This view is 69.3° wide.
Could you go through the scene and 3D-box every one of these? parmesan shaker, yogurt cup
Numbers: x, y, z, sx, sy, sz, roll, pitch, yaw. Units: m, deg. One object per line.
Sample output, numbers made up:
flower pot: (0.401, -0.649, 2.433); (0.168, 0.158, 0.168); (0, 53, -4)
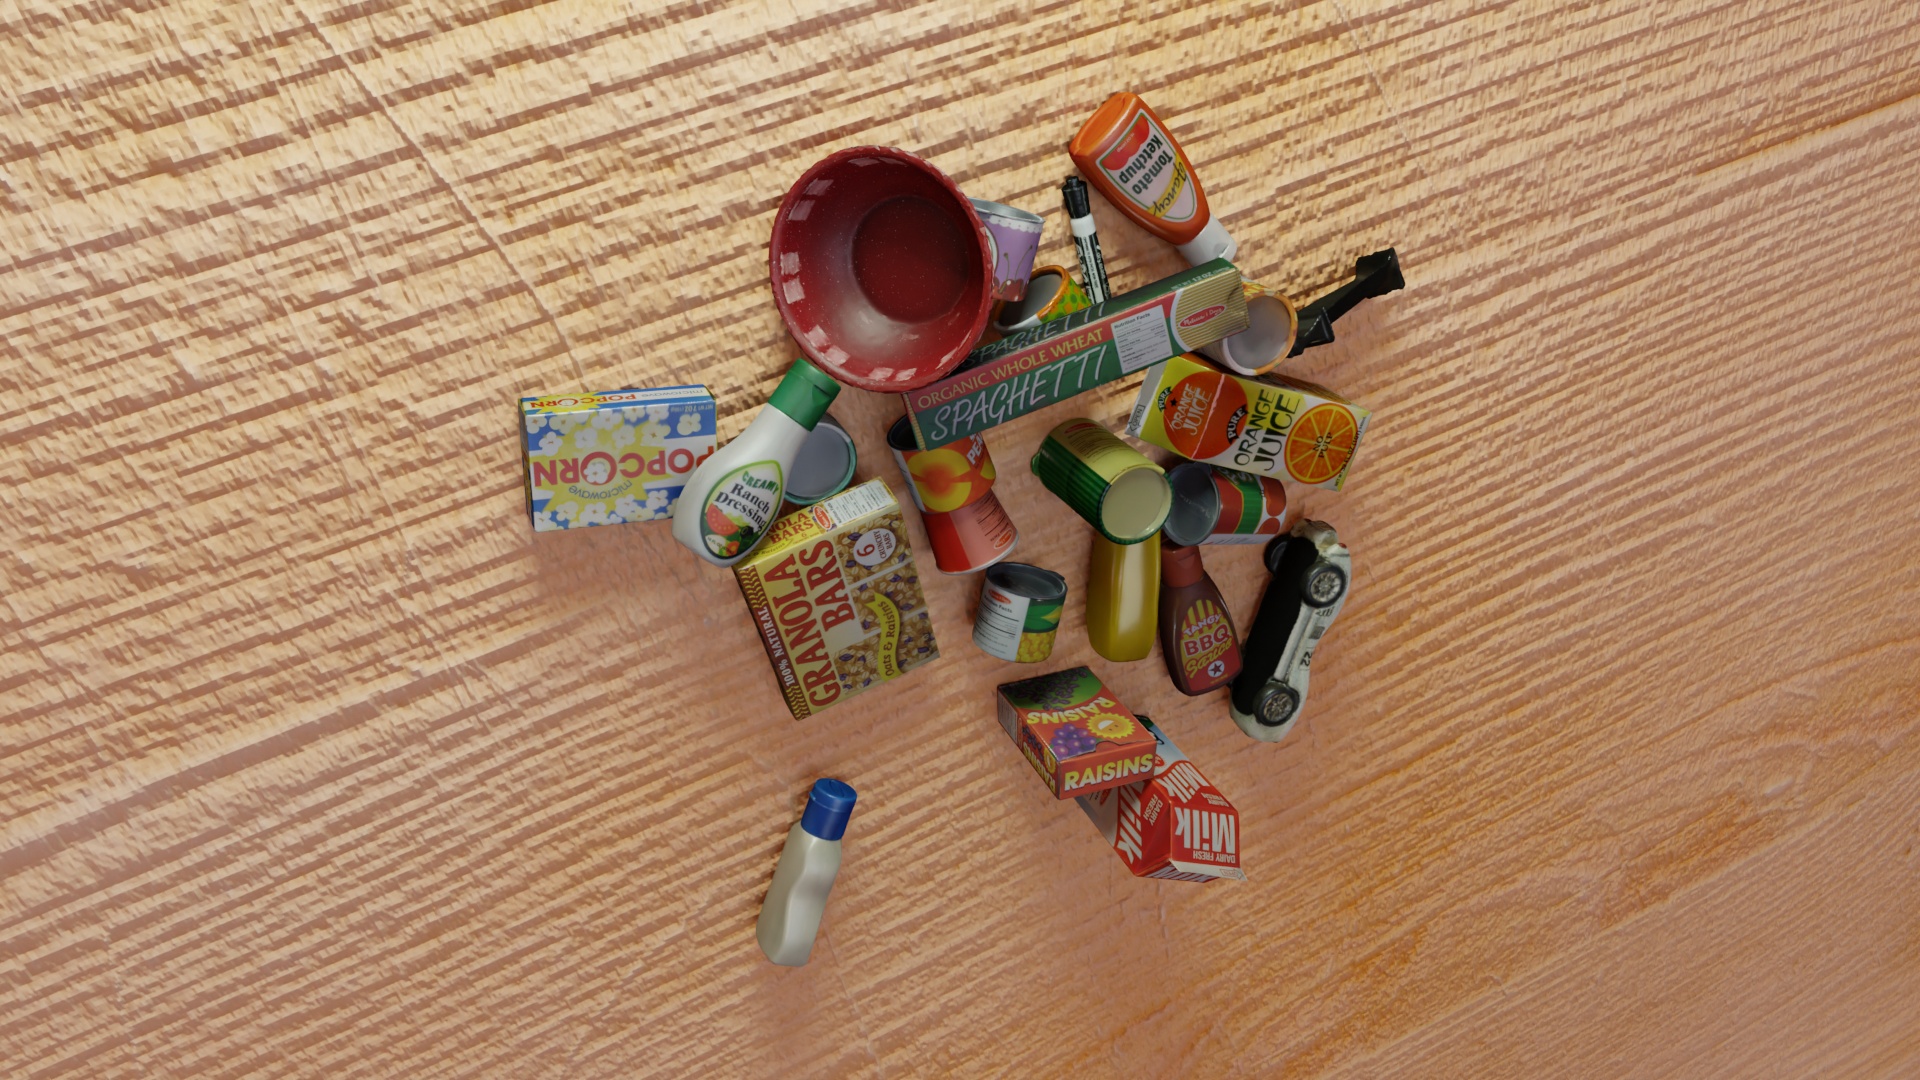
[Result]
parmesan shaker: (0.106, -0.044, 1.053); (0.071, 0.103, 0.071); (-9, 117, -19)
yogurt cup: (0.004, -0.013, 1.047); (0.072, 0.072, 0.053); (-28, 113, -9)

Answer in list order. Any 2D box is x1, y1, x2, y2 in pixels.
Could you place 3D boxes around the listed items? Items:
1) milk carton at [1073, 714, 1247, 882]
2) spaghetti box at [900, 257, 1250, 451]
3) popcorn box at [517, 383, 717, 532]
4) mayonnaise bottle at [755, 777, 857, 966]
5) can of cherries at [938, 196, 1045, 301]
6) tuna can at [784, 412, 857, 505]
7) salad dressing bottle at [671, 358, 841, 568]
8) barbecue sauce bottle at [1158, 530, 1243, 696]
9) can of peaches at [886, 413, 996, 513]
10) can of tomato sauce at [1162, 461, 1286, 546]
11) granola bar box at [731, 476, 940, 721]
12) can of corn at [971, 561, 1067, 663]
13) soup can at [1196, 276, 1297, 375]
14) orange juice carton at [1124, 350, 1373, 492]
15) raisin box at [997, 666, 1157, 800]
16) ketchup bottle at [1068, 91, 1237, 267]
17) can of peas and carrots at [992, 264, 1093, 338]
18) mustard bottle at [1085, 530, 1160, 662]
milk carton: (0.160, 0.219, 1.145); (0.072, 0.191, 0.073); (14, 108, -28)
spaghetti box: (0.079, -0.130, 0.966); (0.250, 0.029, 0.050); (-21, 122, -4)
popcorn box: (-0.229, -0.056, 0.939); (0.127, 0.038, 0.084); (-7, 117, -21)
mayonnaise bottle: (-0.123, 0.265, 1.120); (0.041, 0.065, 0.147); (14, 103, -27)
can of cherries: (0.018, -0.202, 0.962); (0.071, 0.072, 0.058); (5, 112, -26)
tuna can: (-0.110, -0.058, 0.993); (0.071, 0.033, 0.070); (-9, 116, -20)
salad dressing bottle: (-0.136, -0.053, 0.938); (0.064, 0.044, 0.147); (35, 88, -38)
barbecue sauce bottle: (0.195, 0.059, 1.174); (0.065, 0.044, 0.148); (-25, 120, -10)
can of peaches: (-0.011, -0.062, 1.014); (0.071, 0.071, 0.057); (-28, 122, -10)
can of tomato sauce: (0.211, -0.031, 1.118); (0.083, 0.071, 0.071); (0, 114, -38)
granola bar box: (-0.091, 0.045, 1.025); (0.124, 0.039, 0.164); (-24, 133, -12)
can of corn: (0.048, 0.056, 1.096); (0.071, 0.071, 0.058); (3, 113, -25)
soup can: (0.207, -0.169, 1.051); (0.071, 0.084, 0.071); (-9, 116, -20)
orange juice carton: (0.220, -0.098, 1.096); (0.193, 0.073, 0.071); (10, 109, -27)
raisin box: (0.092, 0.153, 1.125); (0.086, 0.124, 0.040); (-9, 117, -19)
ketchup bottle: (0.146, -0.253, 1.010); (0.064, 0.043, 0.148); (-49, 123, 3)
can of peas and carrots: (0.066, -0.159, 1.007); (0.071, 0.071, 0.058); (-44, 122, 0)
mustard bottle: (0.135, 0.016, 1.118); (0.049, 0.065, 0.159); (-2, 110, -18)
